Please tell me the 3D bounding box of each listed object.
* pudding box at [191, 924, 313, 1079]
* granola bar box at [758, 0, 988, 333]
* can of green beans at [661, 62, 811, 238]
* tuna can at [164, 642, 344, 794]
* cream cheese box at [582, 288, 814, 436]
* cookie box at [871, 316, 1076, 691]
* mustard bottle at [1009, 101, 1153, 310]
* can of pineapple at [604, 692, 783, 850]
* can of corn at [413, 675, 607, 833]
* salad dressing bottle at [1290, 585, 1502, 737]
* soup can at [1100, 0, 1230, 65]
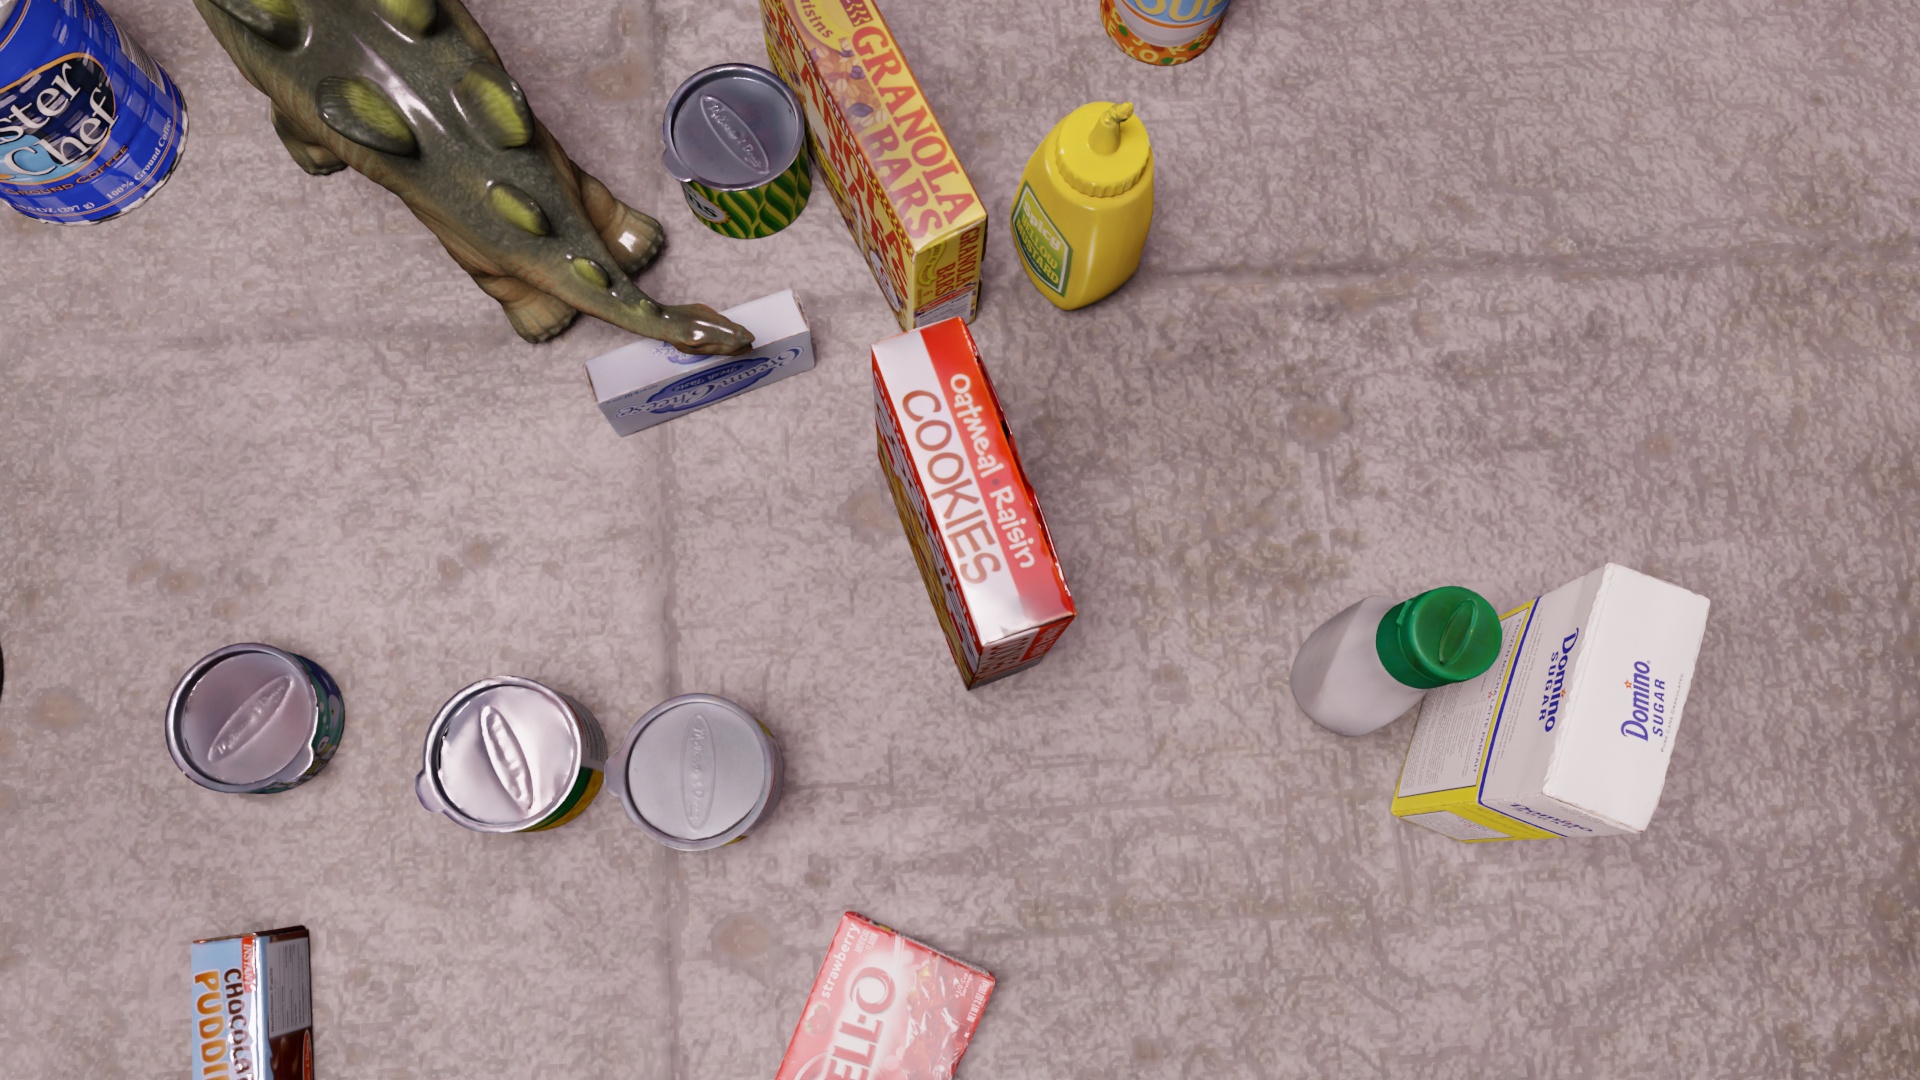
[{"bbox_3d":[-0.298,0.208,0.587,0.030,0.049,0.084,-7,78,-4],"label":"pudding box"},{"bbox_3d":[-0.042,-0.186,0.646,0.039,0.124,0.165,-26,80,-7],"label":"granola bar box"},{"bbox_3d":[-0.107,-0.189,0.678,0.071,0.057,0.071,0,78,-2],"label":"can of green beans"},{"bbox_3d":[-0.313,0.082,0.623,0.071,0.032,0.071,1,78,-2],"label":"tuna can"},{"bbox_3d":[-0.121,-0.083,0.657,0.104,0.053,0.024,-21,80,-7],"label":"cream cheese box"},{"bbox_3d":[0.002,-0.007,0.587,0.040,0.167,0.123,-20,79,-6],"label":"cookie box"},{"bbox_3d":[0.057,-0.157,0.626,0.049,0.160,0.065,-32,81,-8],"label":"mustard bottle"},{"bbox_3d":[-0.115,0.102,0.614,0.071,0.057,0.071,0,78,-2],"label":"can of pineapple"},{"bbox_3d":[-0.196,0.097,0.611,0.071,0.058,0.071,0,78,-2],"label":"can of corn"},{"bbox_3d":[0.183,0.050,0.592,0.044,0.147,0.064,29,79,4],"label":"salad dressing bottle"},{"bbox_3d":[0.107,-0.286,0.695,0.071,0.083,0.071,0,78,-2],"label":"soup can"}]
